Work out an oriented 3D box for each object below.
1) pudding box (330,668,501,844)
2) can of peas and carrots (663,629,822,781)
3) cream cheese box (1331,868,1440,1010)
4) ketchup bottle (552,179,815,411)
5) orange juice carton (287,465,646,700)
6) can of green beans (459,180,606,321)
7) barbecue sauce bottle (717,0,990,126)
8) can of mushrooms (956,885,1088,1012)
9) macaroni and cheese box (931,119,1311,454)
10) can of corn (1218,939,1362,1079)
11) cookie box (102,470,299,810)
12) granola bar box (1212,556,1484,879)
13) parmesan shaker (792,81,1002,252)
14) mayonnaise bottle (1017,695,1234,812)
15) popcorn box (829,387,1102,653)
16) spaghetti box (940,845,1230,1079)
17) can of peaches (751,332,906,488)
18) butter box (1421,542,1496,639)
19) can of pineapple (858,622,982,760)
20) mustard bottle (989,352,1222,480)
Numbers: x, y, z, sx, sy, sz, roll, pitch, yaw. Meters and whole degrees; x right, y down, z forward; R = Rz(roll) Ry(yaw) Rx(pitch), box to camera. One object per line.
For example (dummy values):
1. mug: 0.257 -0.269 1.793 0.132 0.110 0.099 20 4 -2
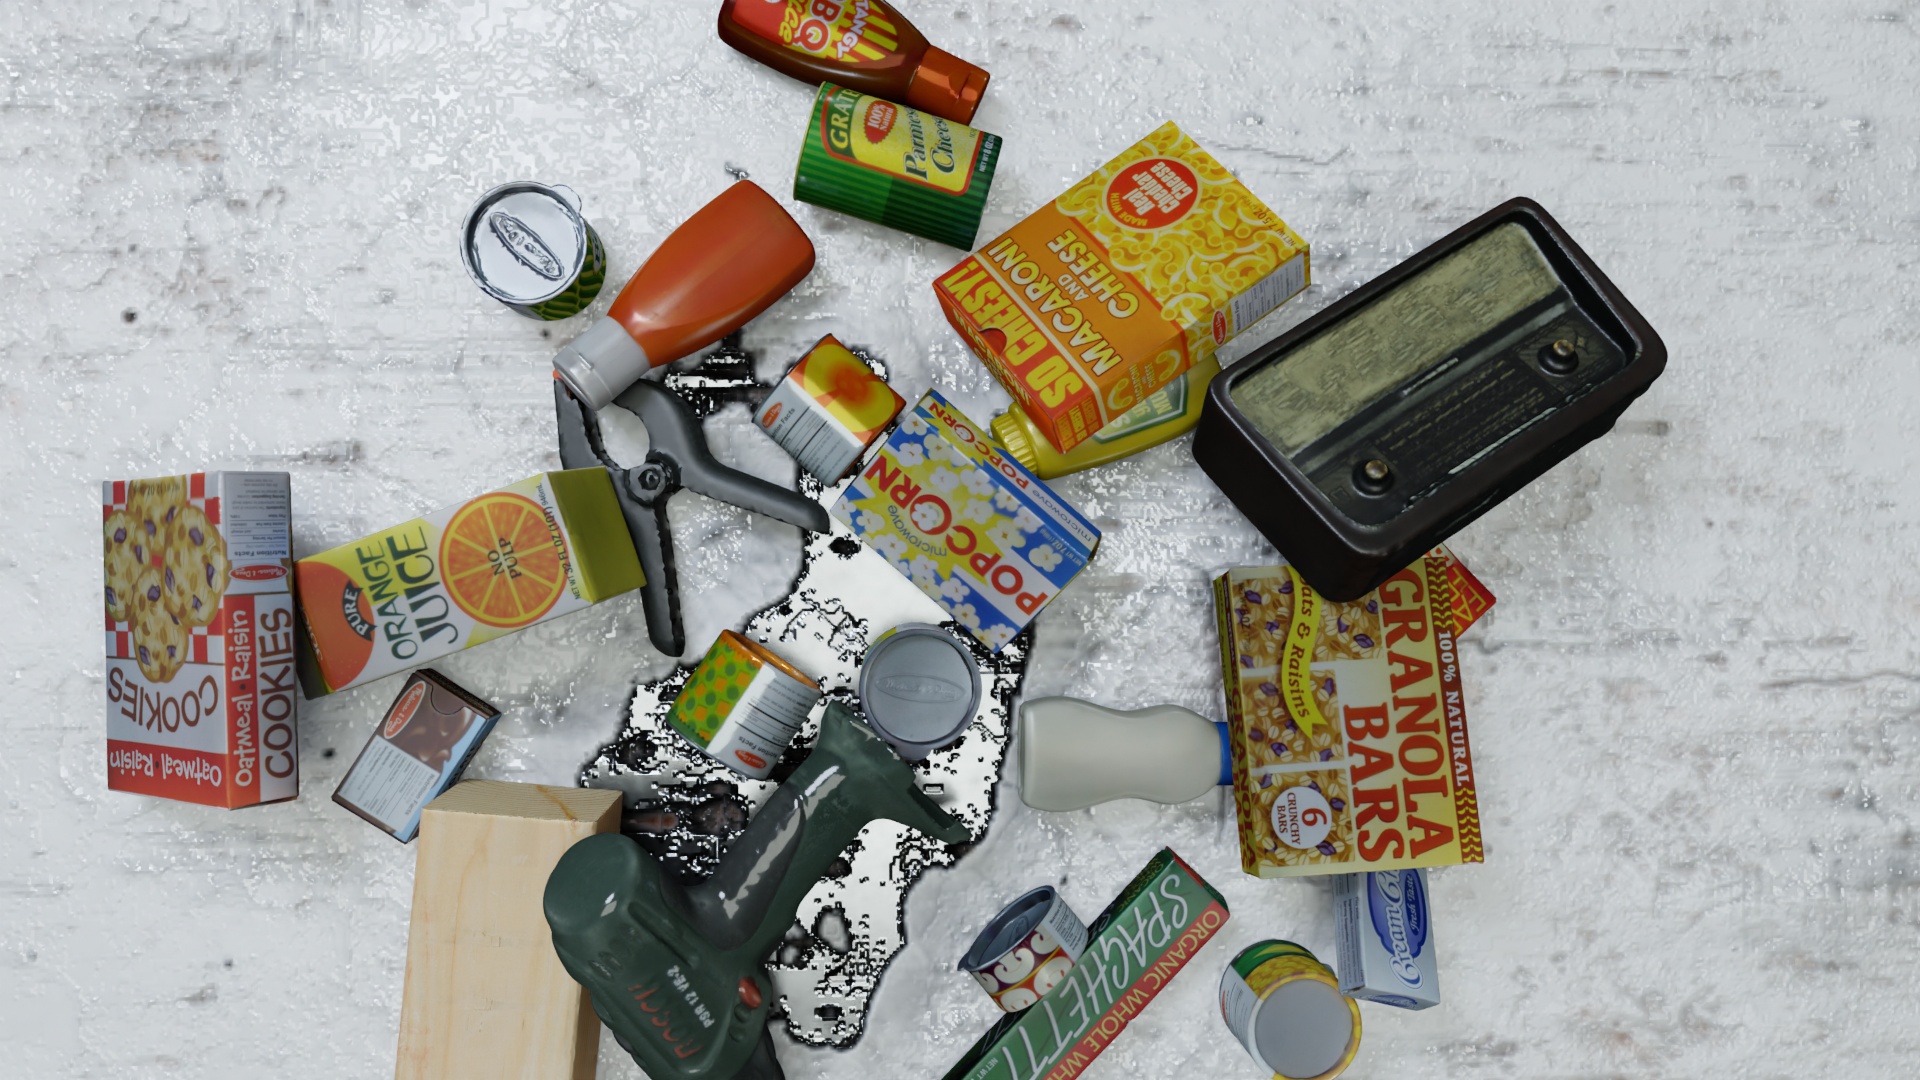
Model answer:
1. pudding box: -0.298 0.118 0.764 0.049 0.030 0.084 33 87 -2
2. can of peas and carrots: -0.120 0.088 0.761 0.071 0.071 0.059 34 87 -3
3. cream cheese box: 0.235 0.204 0.776 0.053 0.024 0.104 17 57 -20
4. ketchup bottle: -0.152 -0.130 0.754 0.149 0.043 0.065 -43 84 -17
5. orange juice carton: -0.275 0.025 0.735 0.192 0.073 0.071 -18 92 9
6. can of green beans: -0.231 -0.156 0.757 0.071 0.058 0.071 0 90 -4
7. barbecue sauce bottle: -0.057 -0.278 0.779 0.148 0.043 0.065 25 85 -4
8. can of mushrooms: 0.035 0.227 0.770 0.071 0.071 0.033 -40 94 -3
9. macaroni and cheese box: 0.086 -0.142 0.760 0.166 0.040 0.124 -35 59 -5
10. can of corn: 0.188 0.266 0.784 0.071 0.058 0.071 0 90 -4
11. cookie box: -0.395 0.050 0.721 0.123 0.040 0.167 -2 90 34
12. granola bar box: 0.210 0.096 0.761 0.124 0.039 0.165 -3 80 -4
13. parmesan shaker: -0.034 -0.208 0.770 0.103 0.071 0.071 15 89 -4
14. mayonnaise bottle: 0.108 0.121 0.789 0.148 0.041 0.064 1 89 -6
15. popcorn box: 0.003 -0.010 0.765 0.126 0.038 0.085 41 121 -3
16. spaghetti box: 0.051 0.281 0.789 0.050 0.028 0.250 45 87 -4
17. can of peaches: -0.070 -0.072 0.766 0.058 0.071 0.071 42 87 -3
18. butter box: 0.256 0.050 0.808 0.103 0.024 0.053 -43 91 -4
19. can of pineapple: -0.024 0.081 0.770 0.071 0.058 0.071 0 90 -4
20. mustard bottle: 0.070 -0.069 0.783 0.160 0.049 0.065 -26 86 -4
